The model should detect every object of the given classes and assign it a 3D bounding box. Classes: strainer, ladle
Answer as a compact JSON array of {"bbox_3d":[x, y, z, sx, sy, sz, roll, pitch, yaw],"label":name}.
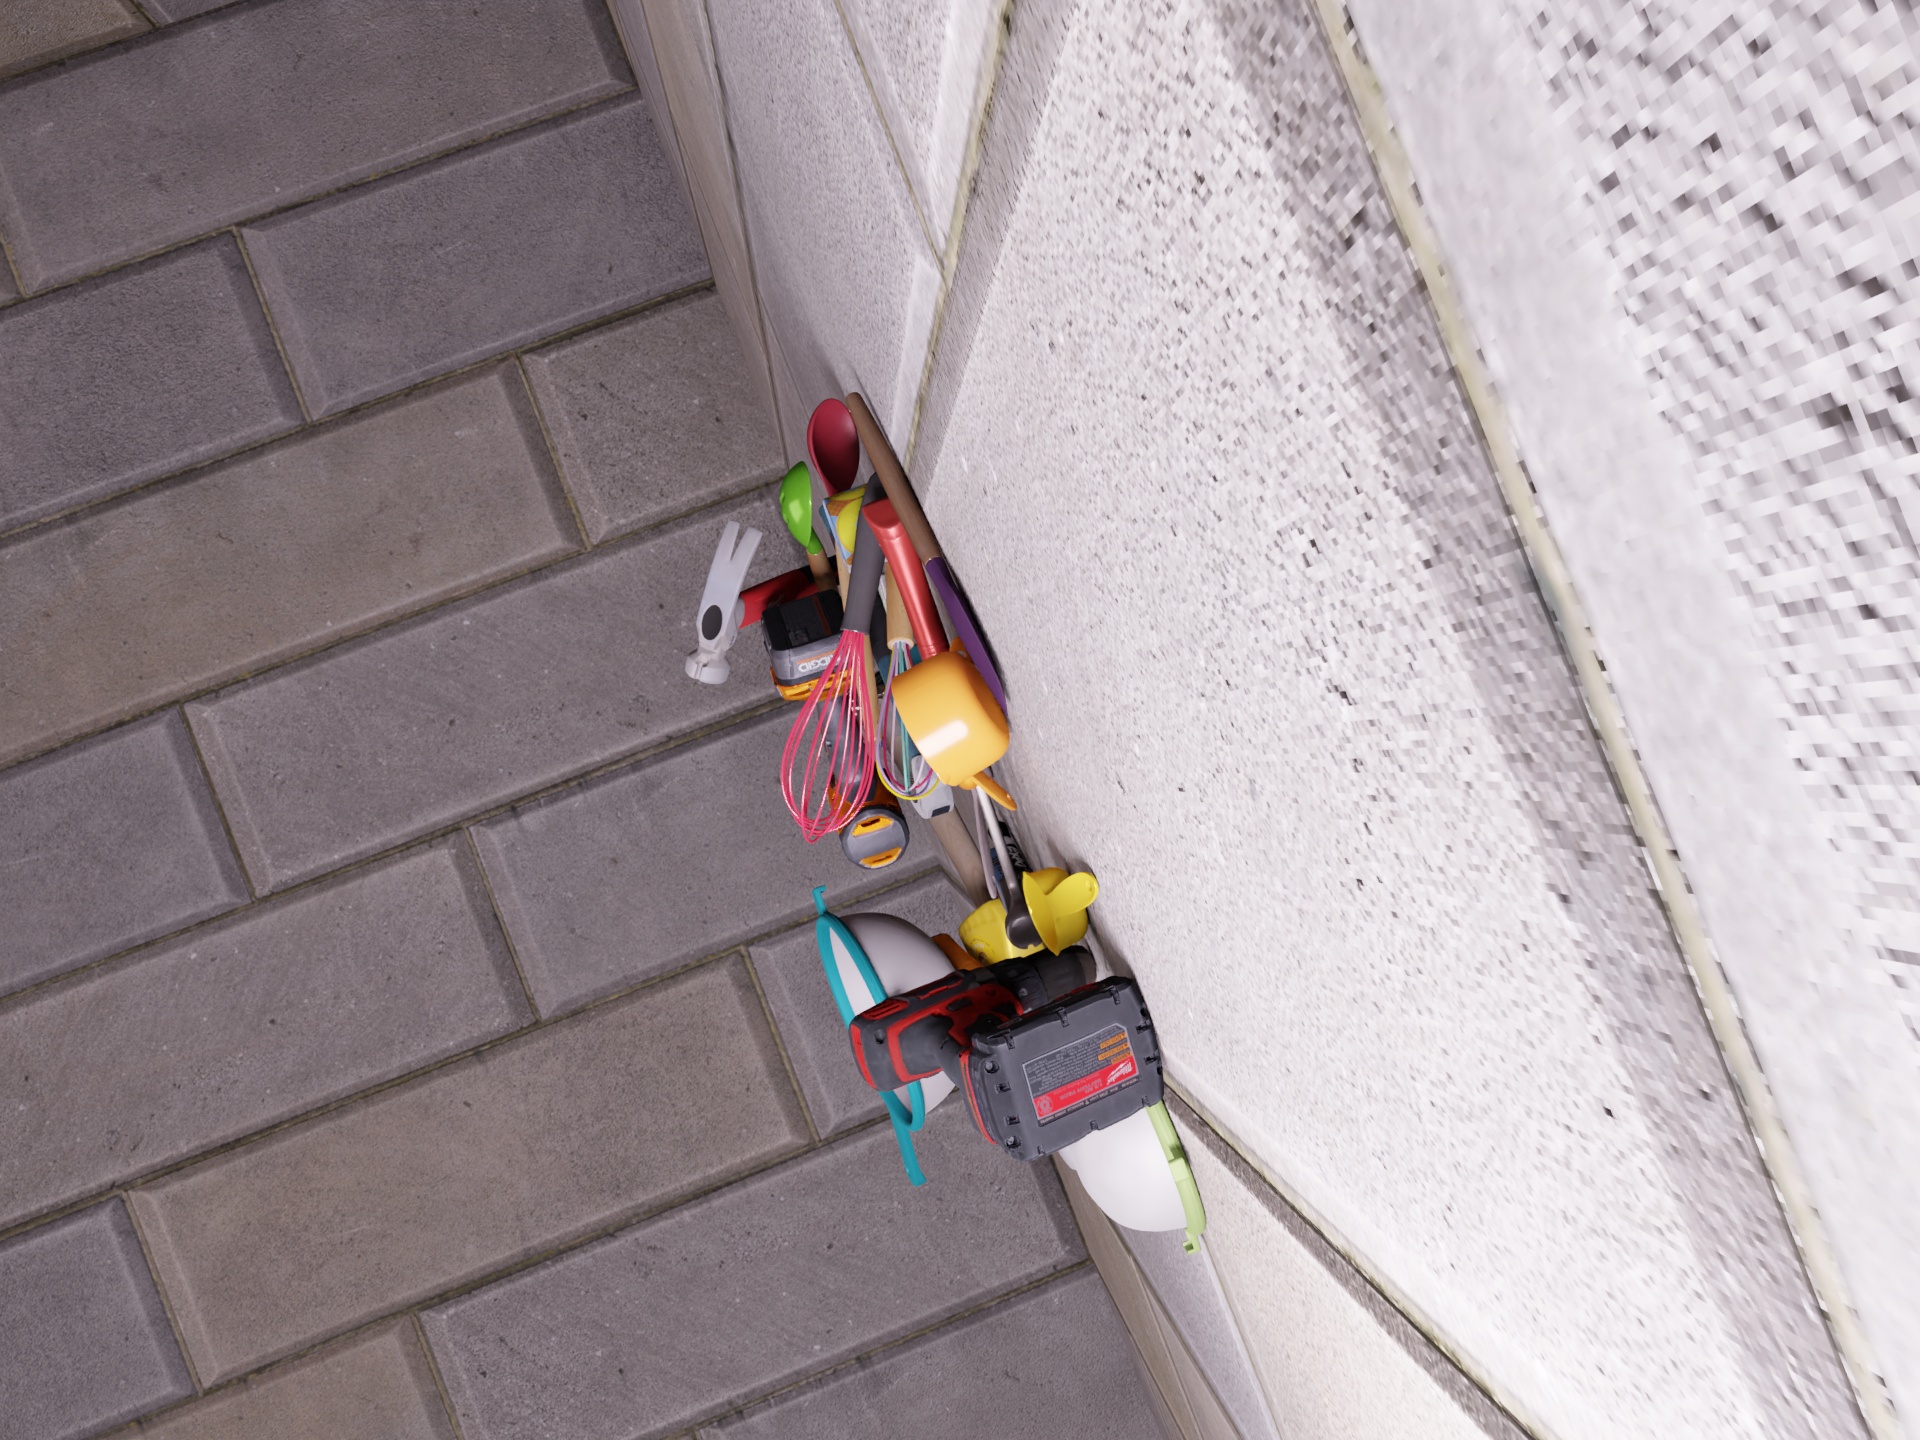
[{"bbox_3d":[0.095,0.265,1.160,0.151,0.069,0.257,74,171,-51],"label":"strainer"},{"bbox_3d":[-0.093,-0.128,1.337,0.069,0.031,0.316,20,-125,-53],"label":"ladle"},{"bbox_3d":[-0.037,0.307,1.481,0.211,0.095,0.340,47,155,49],"label":"strainer"}]

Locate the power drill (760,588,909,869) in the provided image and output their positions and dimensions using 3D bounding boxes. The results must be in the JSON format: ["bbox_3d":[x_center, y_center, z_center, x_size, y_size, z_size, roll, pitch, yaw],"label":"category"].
[{"bbox_3d":[-0.111,0.003,1.431,0.164,0.084,0.226,-118,11,-62],"label":"power drill"}]

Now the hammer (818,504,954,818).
[{"bbox_3d":[-0.067,-0.062,1.403,0.128,0.033,0.331,89,163,-63],"label":"hammer"}]

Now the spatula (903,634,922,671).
[{"bbox_3d":[-0.058,-0.103,1.451,0.317,0.044,0.082,77,173,-54],"label":"spatula"}]

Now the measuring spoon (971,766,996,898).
[{"bbox_3d":[0.025,0.091,1.368,0.034,0.018,0.124,31,-132,-68],"label":"measuring spoon"}]

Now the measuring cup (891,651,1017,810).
[{"bbox_3d":[0.017,0.014,1.133,0.173,0.052,0.095,43,-159,-48],"label":"measuring cup"}]

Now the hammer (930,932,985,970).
[{"bbox_3d":[0.047,0.255,1.386,0.337,0.034,0.127,31,139,61],"label":"hammer"}]

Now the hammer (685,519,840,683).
[{"bbox_3d":[-0.152,-0.144,1.531,0.386,0.038,0.143,-40,-29,-68],"label":"hammer"}]

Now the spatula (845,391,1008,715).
[{"bbox_3d":[-0.027,-0.128,1.132,0.059,0.018,0.316,74,172,-56],"label":"spatula"}]

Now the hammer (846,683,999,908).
[{"bbox_3d":[0.016,0.143,1.558,0.146,0.038,0.410,-1,123,48],"label":"hammer"}]

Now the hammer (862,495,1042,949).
[{"bbox_3d":[-0.002,-0.004,1.247,0.149,0.036,0.359,-99,-9,-76],"label":"hammer"}]

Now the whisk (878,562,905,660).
[{"bbox_3d":[-0.057,-0.060,1.673,0.059,0.058,0.246,5,118,46],"label":"whisk"}]

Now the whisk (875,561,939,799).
[{"bbox_3d":[-0.045,-0.042,1.300,0.051,0.047,0.245,60,-158,-57],"label":"whisk"}]

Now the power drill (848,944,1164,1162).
[{"bbox_3d":[0.045,0.203,1.052,0.227,0.188,0.080,-2,105,66],"label":"power drill"}]

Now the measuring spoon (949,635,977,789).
[{"bbox_3d":[0.002,-0.004,1.179,0.011,0.021,0.117,-59,-34,-76],"label":"measuring spoon"}]

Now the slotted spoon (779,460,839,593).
[{"bbox_3d":[-0.130,-0.145,1.453,0.313,0.031,0.070,80,180,-71],"label":"slotted spoon"}]

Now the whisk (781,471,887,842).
[{"bbox_3d":[-0.086,-0.050,1.235,0.073,0.073,0.296,176,105,-85],"label":"whisk"}]

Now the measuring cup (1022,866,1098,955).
[{"bbox_3d":[0.077,0.116,1.049,0.156,0.029,0.062,128,122,-71],"label":"measuring cup"}]
